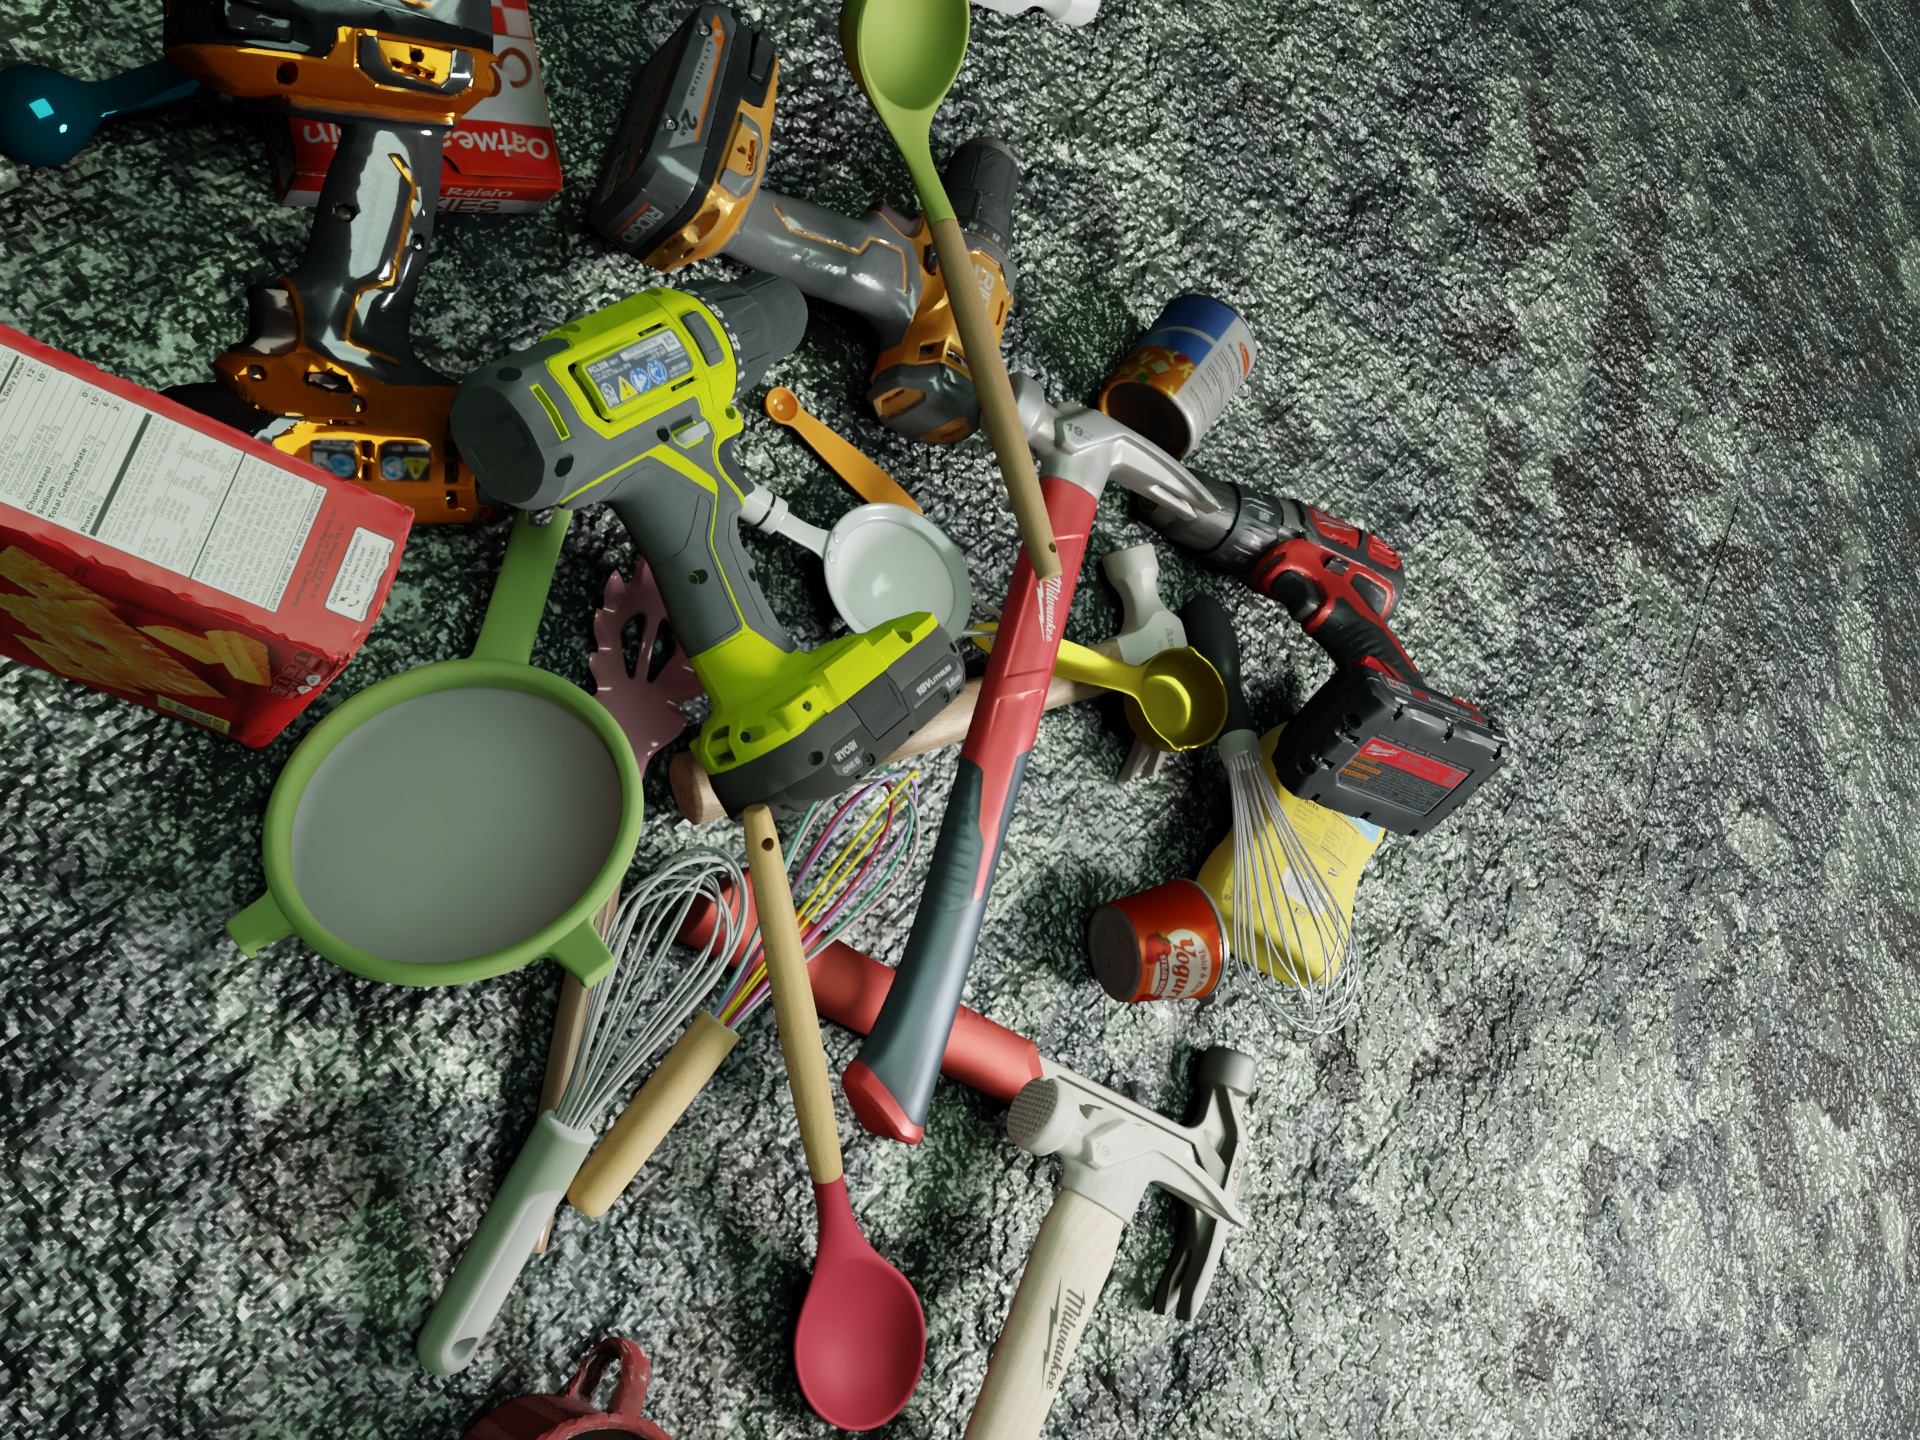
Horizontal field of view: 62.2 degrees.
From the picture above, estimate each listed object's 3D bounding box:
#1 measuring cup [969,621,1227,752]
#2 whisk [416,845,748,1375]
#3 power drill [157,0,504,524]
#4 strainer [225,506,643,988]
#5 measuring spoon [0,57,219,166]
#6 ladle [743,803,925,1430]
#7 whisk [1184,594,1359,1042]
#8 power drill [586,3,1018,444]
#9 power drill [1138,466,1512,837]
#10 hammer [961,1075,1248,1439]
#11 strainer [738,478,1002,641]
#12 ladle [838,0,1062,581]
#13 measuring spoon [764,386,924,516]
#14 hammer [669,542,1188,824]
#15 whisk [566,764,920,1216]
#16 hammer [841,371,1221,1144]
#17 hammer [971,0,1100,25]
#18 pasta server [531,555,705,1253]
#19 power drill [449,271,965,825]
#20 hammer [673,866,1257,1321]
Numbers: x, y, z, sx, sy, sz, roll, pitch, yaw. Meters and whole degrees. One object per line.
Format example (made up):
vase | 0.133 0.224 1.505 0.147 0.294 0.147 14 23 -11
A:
measuring cup | 0.073 -0.023 0.873 0.156 0.029 0.062 17 70 -17
whisk | -0.158 0.162 0.660 0.057 0.059 0.246 29 90 -55
power drill | -0.270 -0.192 0.649 0.164 0.084 0.226 -5 106 -34
strainer | -0.203 0.009 0.699 0.151 0.069 0.257 5 56 0
measuring spoon | -0.340 -0.266 0.657 0.128 0.021 0.042 -24 90 -15
ladle | -0.065 0.184 0.717 0.069 0.031 0.315 -20 112 -31
whisk | 0.164 0.045 0.897 0.070 0.070 0.285 13 51 -31
power drill | -0.062 -0.273 0.836 0.226 0.084 0.185 27 65 -31
power drill | 0.202 -0.054 0.921 0.187 0.080 0.227 19 37 -27
hammer | 0.009 0.387 0.753 0.146 0.038 0.411 35 69 -25
strainer | -0.089 -0.100 0.797 0.258 0.050 0.087 30 57 -26
ladle | 0.007 -0.226 0.786 0.078 0.062 0.320 -12 83 -48
measuring spoon | -0.061 -0.136 0.851 0.116 0.011 0.021 39 63 -25
hammer | -0.001 -0.003 0.849 0.331 0.031 0.130 -17 90 -34
whisk | -0.096 0.118 0.716 0.051 0.047 0.245 41 81 -22
hammer | 0.030 0.023 0.804 0.143 0.038 0.386 24 72 -26
hammer | -0.007 -0.627 0.966 0.144 0.035 0.405 -5 83 -34
pasta server | -0.162 0.078 0.722 0.060 0.040 0.316 13 74 -18
power drill | -0.095 -0.087 0.718 0.190 0.080 0.228 -41 105 -44
hammer | 0.009 0.180 0.817 0.358 0.037 0.149 31 65 -26
